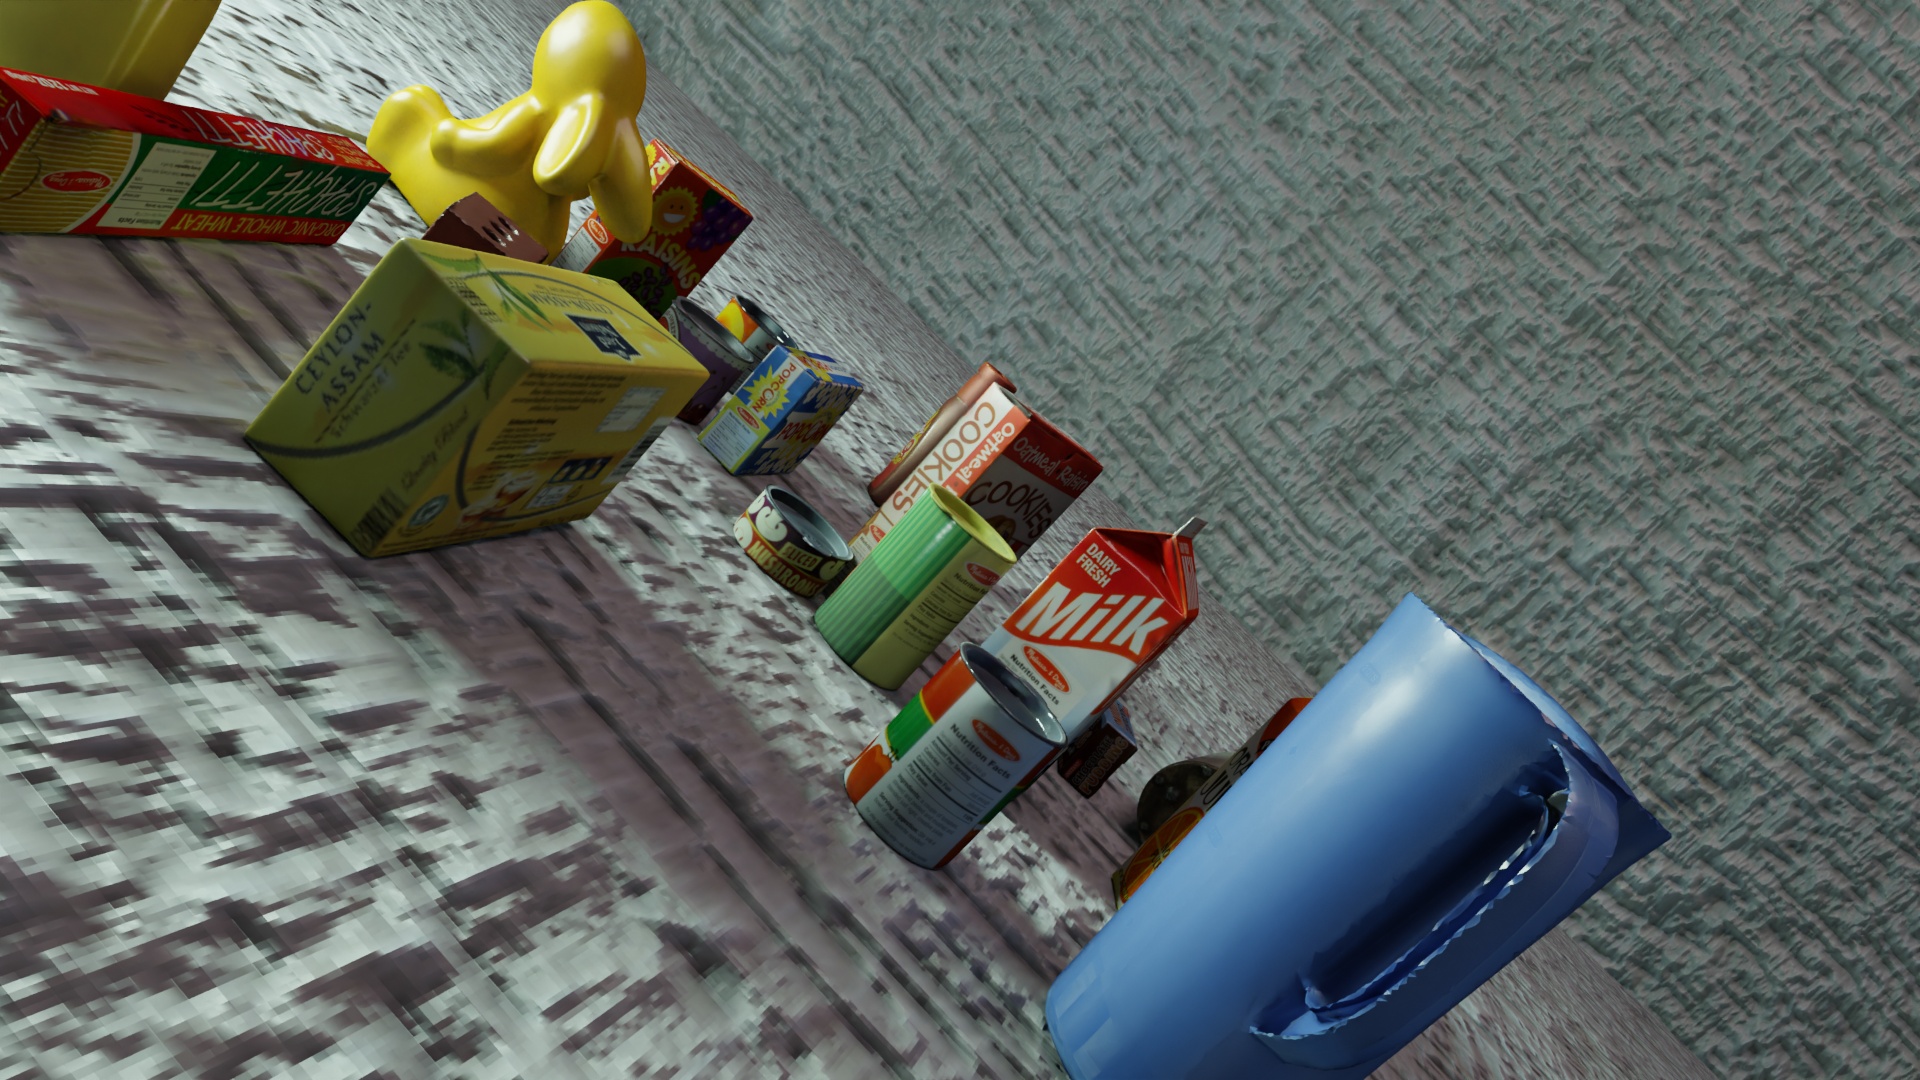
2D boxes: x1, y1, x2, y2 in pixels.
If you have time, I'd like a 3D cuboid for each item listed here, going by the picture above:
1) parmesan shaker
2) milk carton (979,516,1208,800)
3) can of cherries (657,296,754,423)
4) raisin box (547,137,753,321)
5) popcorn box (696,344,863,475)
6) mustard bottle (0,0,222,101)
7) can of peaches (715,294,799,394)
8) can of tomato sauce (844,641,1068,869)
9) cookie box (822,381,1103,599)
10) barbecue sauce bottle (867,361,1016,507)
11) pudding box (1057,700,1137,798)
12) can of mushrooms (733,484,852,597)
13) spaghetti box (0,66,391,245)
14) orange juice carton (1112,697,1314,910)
[{"bbox_3d":[-0.028,0.026,0.790,0.071,0.103,0.071,42,10,-9],"label":"parmesan shaker"},{"bbox_3d":[0.070,0.056,0.789,0.073,0.190,0.072,45,10,12],"label":"milk carton"},{"bbox_3d":[-0.184,-0.122,0.931,0.071,0.058,0.071,41,10,-9],"label":"can of cherries"},{"bbox_3d":[-0.218,-0.209,0.978,0.040,0.123,0.086,49,11,34],"label":"raisin box"},{"bbox_3d":[-0.121,-0.088,0.957,0.038,0.085,0.127,44,10,5],"label":"popcorn box"},{"bbox_3d":[-0.324,-0.231,0.552,0.065,0.160,0.049,42,9,-8],"label":"mustard bottle"},{"bbox_3d":[-0.173,-0.154,1.108,0.071,0.058,0.071,41,10,-9],"label":"can of peaches"},{"bbox_3d":[-0.002,0.099,0.641,0.071,0.083,0.071,41,10,-9],"label":"can of tomato sauce"},{"bbox_3d":[0.003,-0.011,0.878,0.040,0.167,0.123,48,11,26],"label":"cookie box"},{"bbox_3d":[-0.015,-0.084,1.168,0.043,0.148,0.065,42,9,-5],"label":"barbecue sauce bottle"},{"bbox_3d":[0.092,0.136,0.948,0.030,0.049,0.084,42,10,-6],"label":"pudding box"},{"bbox_3d":[-0.099,0.001,0.819,0.071,0.033,0.071,41,10,-9],"label":"can of mushrooms"},{"bbox_3d":[-0.314,-0.150,0.573,0.028,0.050,0.250,42,10,-5],"label":"spaghetti box"},{"bbox_3d":[0.178,0.159,0.772,0.073,0.192,0.072,42,9,-7],"label":"orange juice carton"}]
